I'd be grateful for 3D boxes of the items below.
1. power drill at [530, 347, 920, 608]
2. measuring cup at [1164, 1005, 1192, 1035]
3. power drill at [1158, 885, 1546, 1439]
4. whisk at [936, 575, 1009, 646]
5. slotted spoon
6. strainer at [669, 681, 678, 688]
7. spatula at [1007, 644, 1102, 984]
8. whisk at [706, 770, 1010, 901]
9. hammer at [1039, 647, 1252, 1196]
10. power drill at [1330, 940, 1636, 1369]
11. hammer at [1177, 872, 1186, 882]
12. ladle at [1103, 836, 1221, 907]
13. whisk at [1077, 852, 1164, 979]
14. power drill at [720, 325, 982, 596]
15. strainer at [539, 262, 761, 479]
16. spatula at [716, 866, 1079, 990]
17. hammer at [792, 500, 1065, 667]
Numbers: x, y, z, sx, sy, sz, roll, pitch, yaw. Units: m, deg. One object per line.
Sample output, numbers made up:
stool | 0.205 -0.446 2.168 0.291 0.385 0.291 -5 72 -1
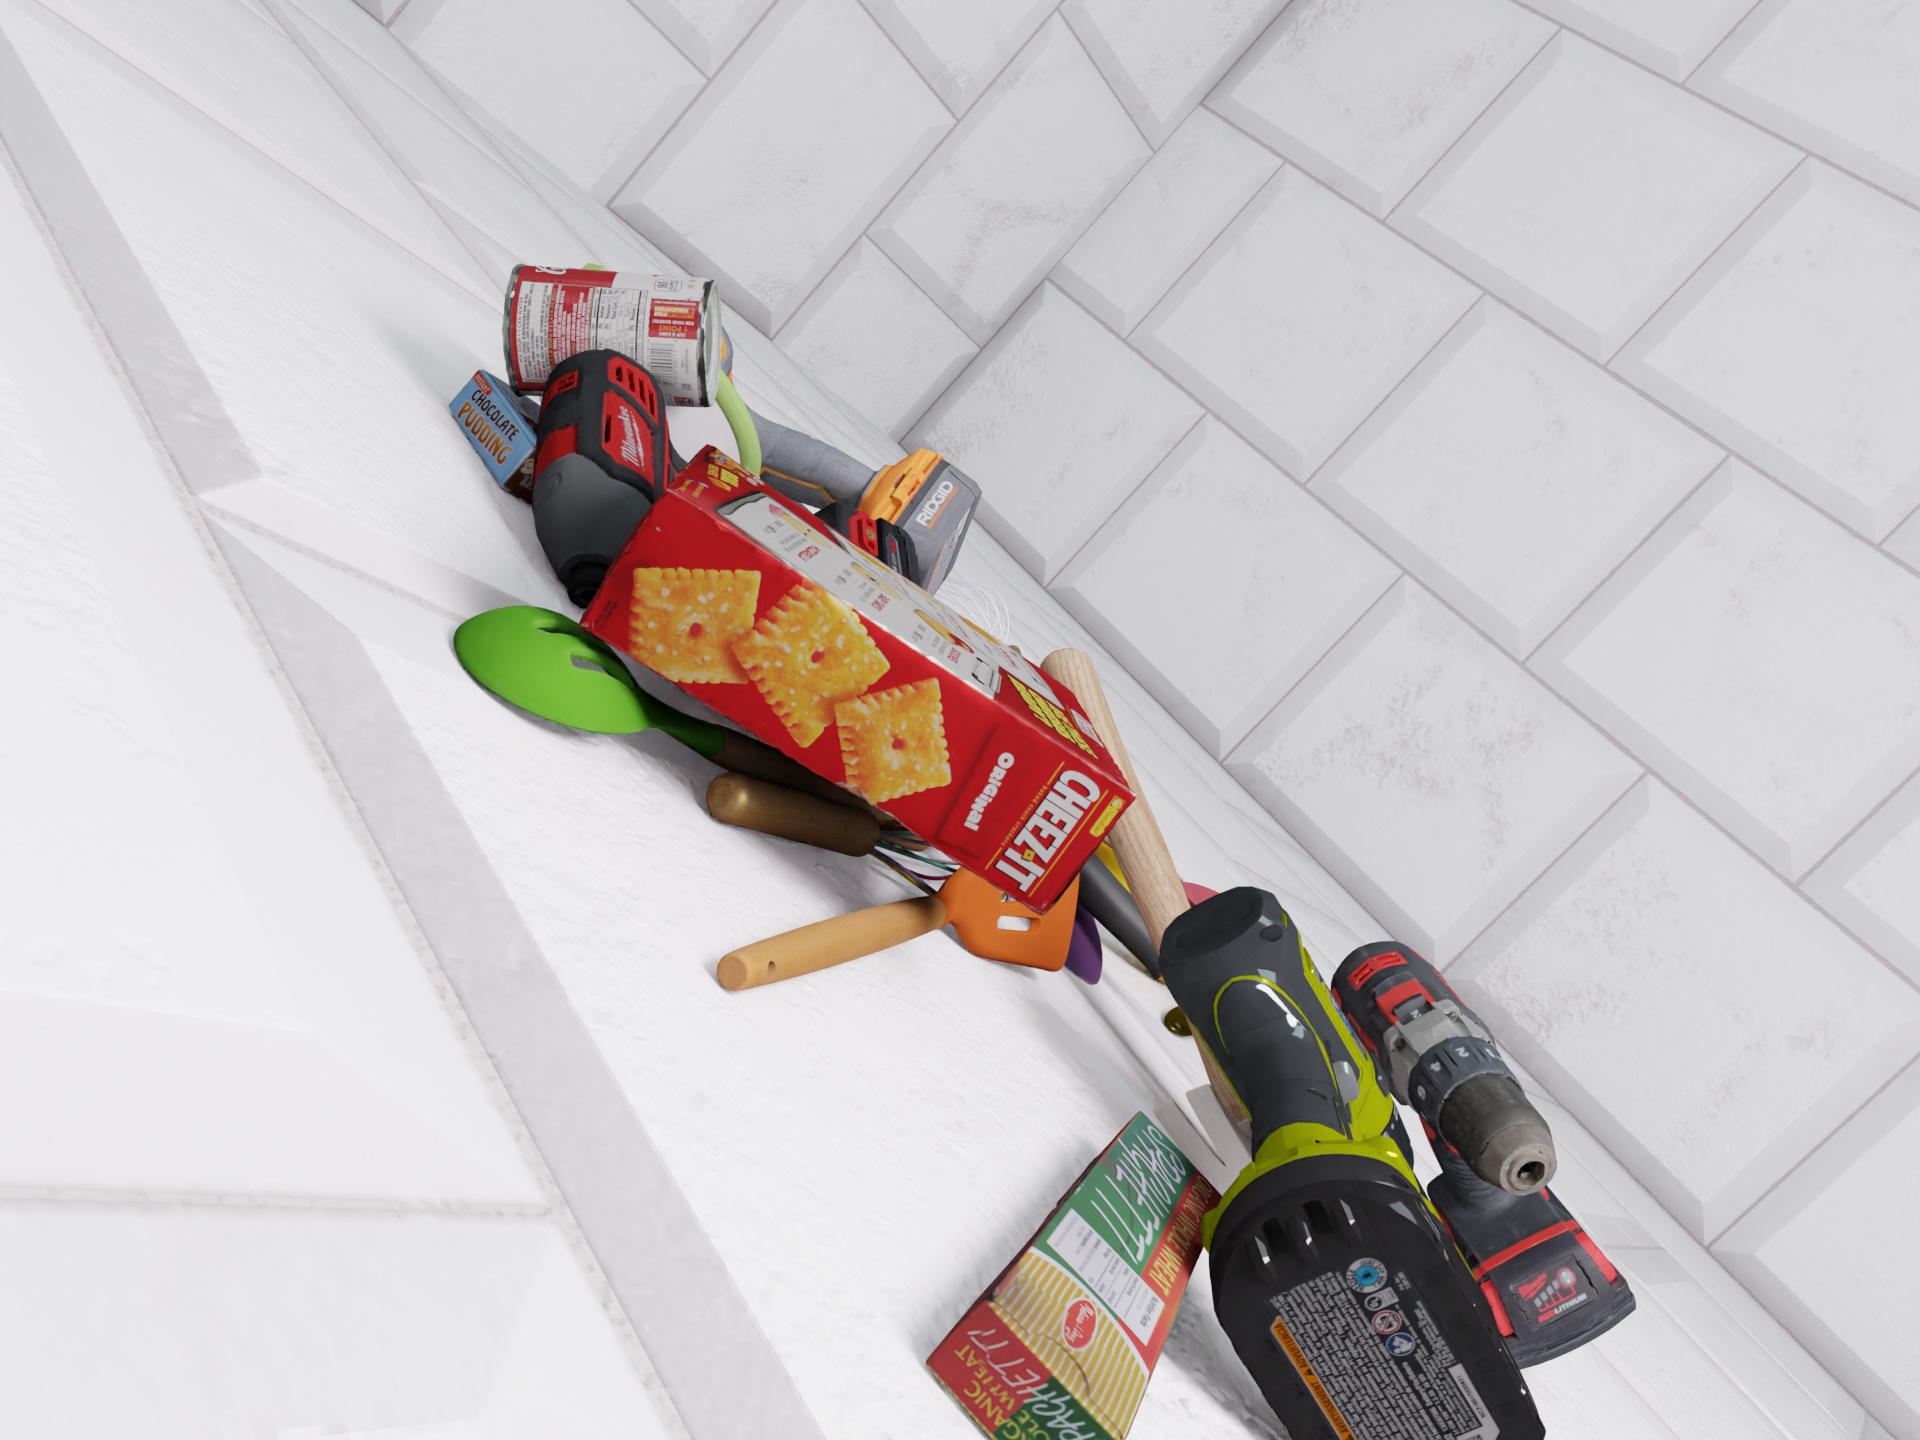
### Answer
power drill | -0.120 -0.083 0.814 0.219 0.078 0.143 30 41 -39
measuring cup | 0.158 0.191 1.000 0.062 0.029 0.156 47 21 26
power drill | 0.152 0.191 0.634 0.190 0.080 0.229 58 12 -14
whisk | -0.064 -0.116 1.251 0.285 0.070 0.070 34 2 37
slotted spoon | -0.094 0.015 0.694 0.070 0.031 0.313 48 9 33
strainer | -0.056 0.017 0.807 0.087 0.050 0.258 -8 -27 45
spatula | 0.051 0.046 0.999 0.059 0.018 0.316 38 24 -29
whisk | -0.034 0.051 0.733 0.051 0.047 0.244 49 14 30
hammer | 0.105 0.100 0.820 0.130 0.031 0.332 24 39 -51
power drill | 0.288 0.245 0.864 0.226 0.080 0.188 62 1 -22
hammer | 0.089 0.090 1.120 0.128 0.033 0.330 47 10 33
ladle | 0.094 0.068 0.914 0.315 0.031 0.069 39 6 -39
whisk | 0.130 0.150 0.881 0.296 0.073 0.073 46 9 16
power drill | -0.110 -0.148 1.011 0.226 0.084 0.164 31 -28 3
strainer | -0.156 -0.132 0.927 0.256 0.069 0.151 42 -28 -6
spatula | -0.012 0.083 0.658 0.041 0.081 0.322 7 2 19
hammer | -0.074 -0.104 1.160 0.149 0.036 0.409 -8 31 -27
